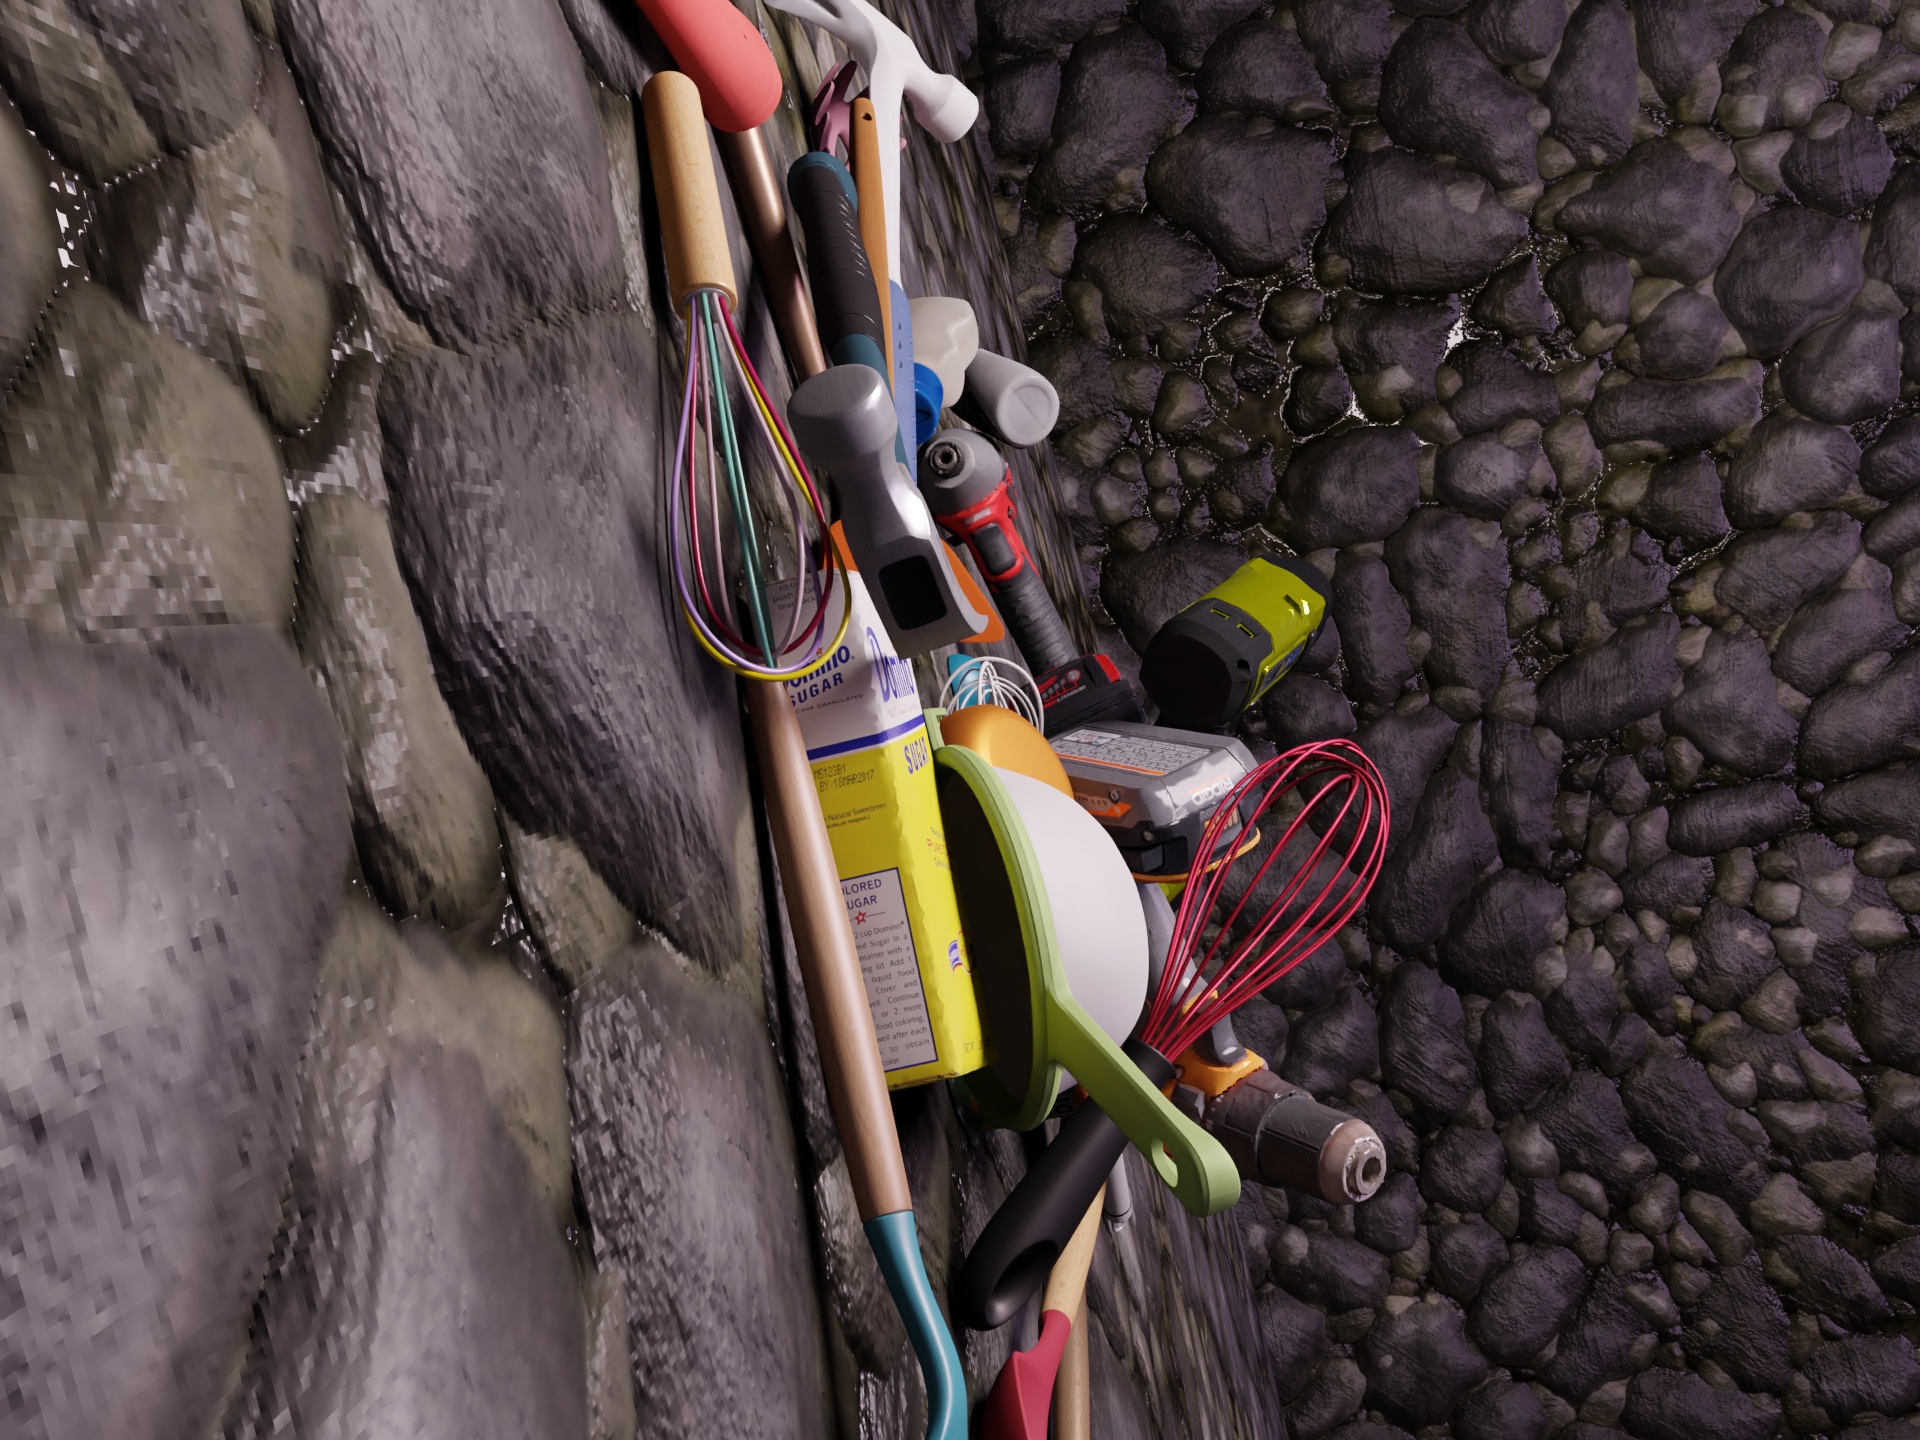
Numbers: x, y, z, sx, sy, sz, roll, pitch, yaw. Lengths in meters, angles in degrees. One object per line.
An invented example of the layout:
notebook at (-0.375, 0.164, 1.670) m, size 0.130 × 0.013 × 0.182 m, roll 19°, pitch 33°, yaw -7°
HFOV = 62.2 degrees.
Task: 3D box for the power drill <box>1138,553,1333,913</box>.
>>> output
power drill at (0.133, 0.013, 0.904) m, size 0.171 × 0.080 × 0.223 m, roll -33°, pitch 153°, yaw -50°

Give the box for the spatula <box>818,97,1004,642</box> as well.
spatula at (-0.035, -0.169, 0.725) m, size 0.041 × 0.081 × 0.323 m, roll 127°, pitch -37°, yaw -57°

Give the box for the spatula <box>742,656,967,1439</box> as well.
spatula at (-0.038, 0.124, 0.471) m, size 0.082 × 0.044 × 0.318 m, roll 56°, pitch 18°, yaw -67°

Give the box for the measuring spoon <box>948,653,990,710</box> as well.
measuring spoon at (0.014, 0.013, 0.966) m, size 0.042 × 0.021 × 0.129 m, roll 64°, pitch 14°, yaw -56°

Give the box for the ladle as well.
ladle at (0.047, 0.255, 0.713) m, size 0.315 × 0.031 × 0.069 m, roll -43°, pitch 122°, yaw -75°

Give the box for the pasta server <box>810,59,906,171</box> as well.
pasta server at (-0.055, -0.243, 0.871) m, size 0.060 × 0.040 × 0.317 m, roll 26°, pitch 46°, yaw -41°

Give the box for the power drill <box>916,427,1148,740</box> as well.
power drill at (0.035, -0.080, 0.997) m, size 0.220 × 0.078 × 0.143 m, roll 65°, pitch 6°, yaw 6°

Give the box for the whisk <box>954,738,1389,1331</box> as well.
whisk at (0.089, 0.122, 0.658) m, size 0.296 × 0.073 × 0.073 m, roll -51°, pitch 147°, yaw -19°

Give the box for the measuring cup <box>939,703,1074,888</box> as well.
measuring cup at (-0.001, -0.002, 0.729) m, size 0.095 × 0.052 × 0.174 m, roll -2°, pitch 69°, yaw -57°

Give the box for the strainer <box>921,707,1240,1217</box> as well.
strainer at (0.052, 0.095, 0.579) m, size 0.257 × 0.069 × 0.151 m, roll -140°, pitch -136°, yaw -63°

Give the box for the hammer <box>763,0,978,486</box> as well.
hammer at (-0.044, -0.231, 0.819) m, size 0.144 × 0.035 × 0.406 m, roll 29°, pitch 47°, yaw -39°

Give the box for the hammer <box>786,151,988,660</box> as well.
hammer at (-0.040, -0.142, 0.606) m, size 0.331 × 0.033 × 0.128 m, roll -103°, pitch 173°, yaw -50°

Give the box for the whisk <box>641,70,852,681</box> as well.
whisk at (-0.077, -0.119, 0.523) m, size 0.051 × 0.047 × 0.245 m, roll 56°, pitch 19°, yaw -64°

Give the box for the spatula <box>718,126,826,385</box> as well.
spatula at (-0.104, -0.288, 0.667) m, size 0.060 × 0.018 × 0.315 m, roll -136°, pitch -152°, yaw -65°

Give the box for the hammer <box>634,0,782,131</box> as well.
hammer at (-0.121, -0.267, 0.480) m, size 0.359 × 0.036 × 0.149 m, roll 31°, pitch 46°, yaw -78°

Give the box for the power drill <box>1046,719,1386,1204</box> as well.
power drill at (0.115, 0.123, 0.777) m, size 0.185 × 0.084 × 0.226 m, roll 10°, pitch -63°, yaw 53°

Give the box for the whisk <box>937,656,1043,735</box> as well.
whisk at (0.031, 0.086, 0.893) m, size 0.058 × 0.059 × 0.246 m, roll -56°, pitch 137°, yaw -82°

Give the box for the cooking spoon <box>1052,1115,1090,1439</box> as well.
cooking spoon at (0.055, 0.289, 0.796) m, size 0.319 × 0.017 × 0.068 m, roll -84°, pitch 180°, yaw -59°

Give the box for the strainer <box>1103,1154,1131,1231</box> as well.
strainer at (0.089, 0.251, 1.036) m, size 0.087 × 0.050 × 0.258 m, roll -39°, pitch 133°, yaw -34°
